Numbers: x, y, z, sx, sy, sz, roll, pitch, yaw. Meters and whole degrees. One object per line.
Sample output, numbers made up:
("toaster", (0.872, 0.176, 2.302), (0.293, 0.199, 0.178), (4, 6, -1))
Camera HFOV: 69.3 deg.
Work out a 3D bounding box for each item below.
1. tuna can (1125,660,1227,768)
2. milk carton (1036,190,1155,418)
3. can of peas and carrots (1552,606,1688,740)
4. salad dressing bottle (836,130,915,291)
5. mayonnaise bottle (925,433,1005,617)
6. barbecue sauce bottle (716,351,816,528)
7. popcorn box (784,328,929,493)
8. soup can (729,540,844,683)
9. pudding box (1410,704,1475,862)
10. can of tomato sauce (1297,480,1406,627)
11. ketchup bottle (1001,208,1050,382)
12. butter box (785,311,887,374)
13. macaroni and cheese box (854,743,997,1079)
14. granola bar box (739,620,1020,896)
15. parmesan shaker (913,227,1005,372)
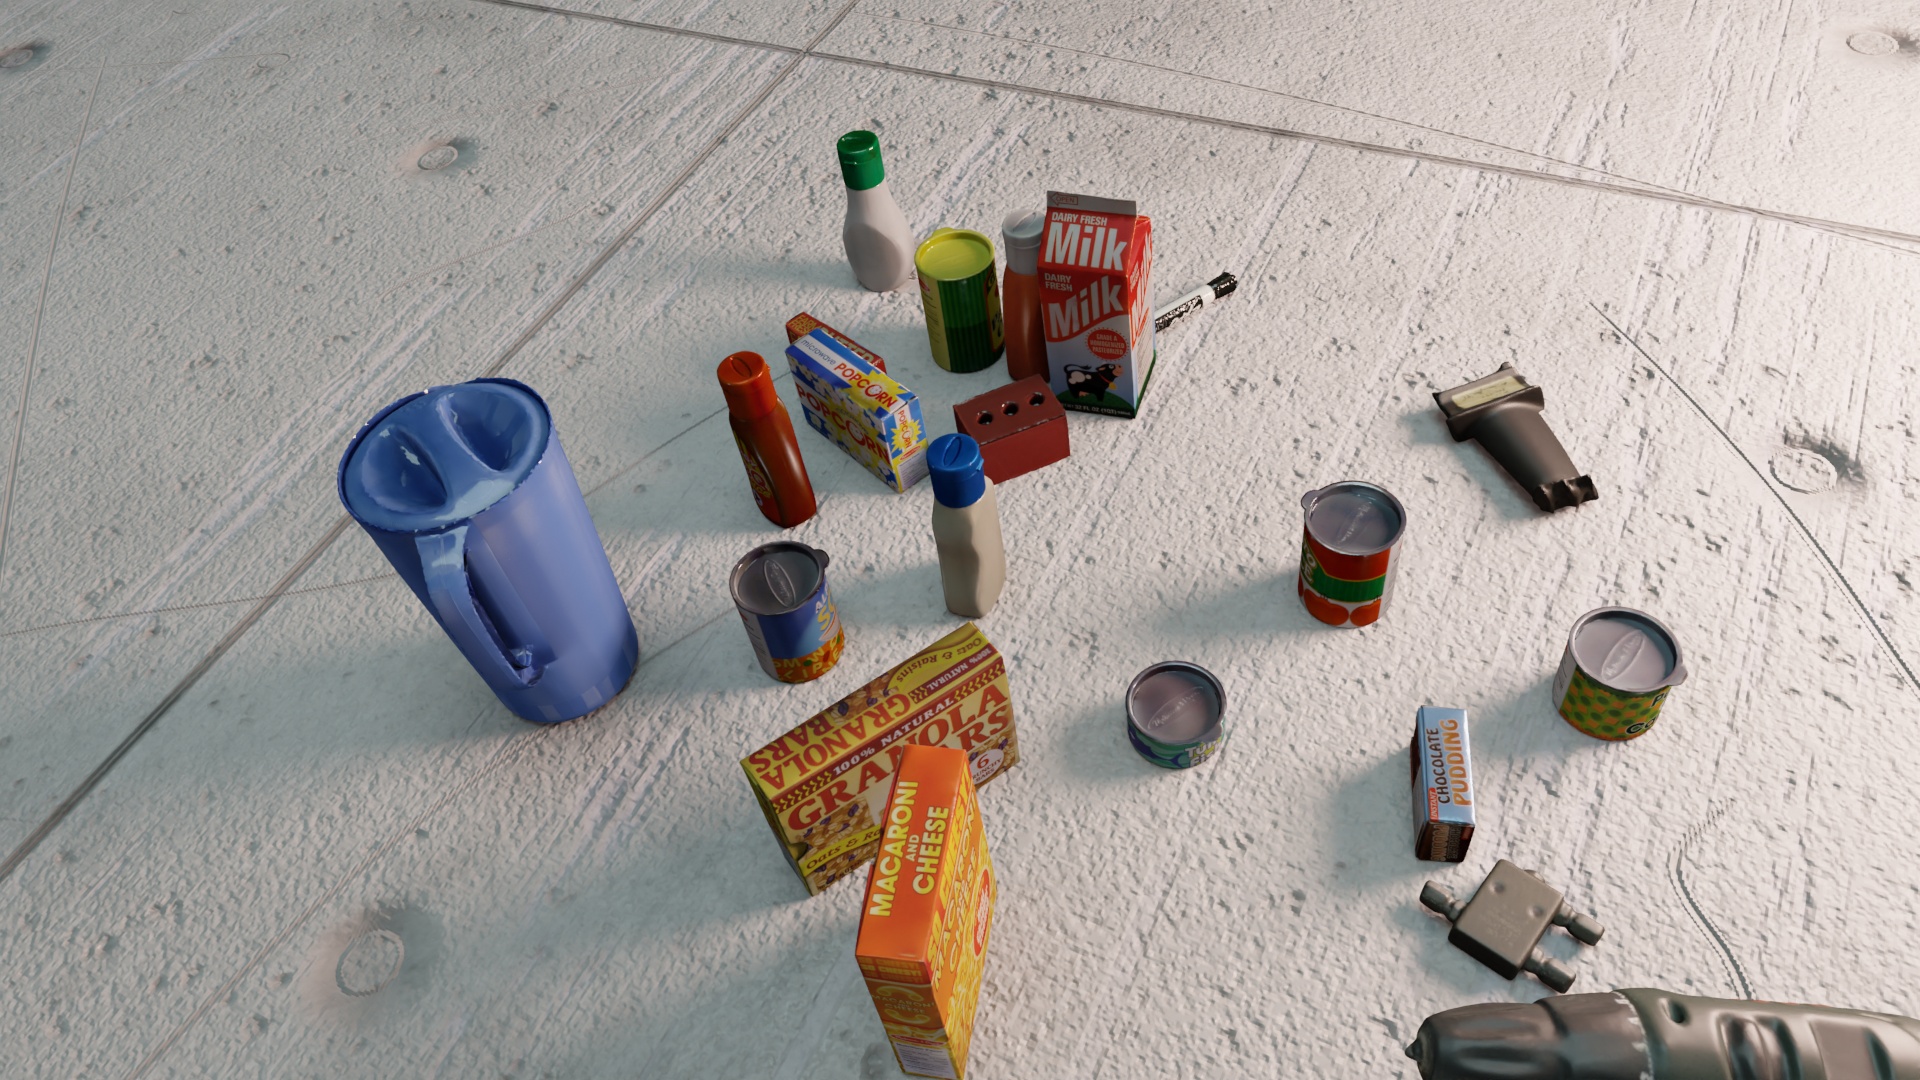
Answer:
("tuna can", (0.144, 0.117, 0.917), (0.071, 0.032, 0.071), (-4, 49, 5))
("milk carton", (0.108, -0.190, 1.083), (0.072, 0.189, 0.074), (10, 52, 18))
("can of peas and carrots", (0.418, 0.086, 0.882), (0.071, 0.058, 0.071), (-5, 49, 5))
("salad dressing bottle", (-0.078, -0.290, 1.227), (0.064, 0.147, 0.044), (12, 53, 19))
("mayonnaise bottle", (0.003, -0.012, 0.974), (0.041, 0.147, 0.065), (9, 52, 16))
("barbecue sauce bottle", (-0.148, -0.078, 1.055), (0.044, 0.147, 0.065), (-31, 52, -16))
("popcorn box", (-0.081, -0.105, 1.109), (0.038, 0.084, 0.127), (-38, 54, -22))
("soup can", (-0.118, 0.050, 0.982), (0.071, 0.083, 0.072), (-5, 49, 5))
("pudding box", (0.295, 0.149, 0.854), (0.030, 0.049, 0.084), (2, 50, 11))
("can of tomato sauce", (0.266, 0.010, 0.956), (0.071, 0.082, 0.071), (-5, 49, 5))
("ketchup bottle", (0.060, -0.197, 1.124), (0.043, 0.148, 0.065), (26, 58, 27))
("butter box", (-0.103, -0.149, 1.172), (0.104, 0.052, 0.024), (34, 62, 32))
("macaroni and cheese box", (-0.016, 0.210, 0.774), (0.040, 0.165, 0.124), (3, 50, 12))
("granola bar box", (-0.044, 0.138, 0.868), (0.166, 0.123, 0.039), (-31, 52, -17))
("parmesan shaker", (0.001, -0.202, 1.168), (0.071, 0.102, 0.072), (-5, 49, 5))
